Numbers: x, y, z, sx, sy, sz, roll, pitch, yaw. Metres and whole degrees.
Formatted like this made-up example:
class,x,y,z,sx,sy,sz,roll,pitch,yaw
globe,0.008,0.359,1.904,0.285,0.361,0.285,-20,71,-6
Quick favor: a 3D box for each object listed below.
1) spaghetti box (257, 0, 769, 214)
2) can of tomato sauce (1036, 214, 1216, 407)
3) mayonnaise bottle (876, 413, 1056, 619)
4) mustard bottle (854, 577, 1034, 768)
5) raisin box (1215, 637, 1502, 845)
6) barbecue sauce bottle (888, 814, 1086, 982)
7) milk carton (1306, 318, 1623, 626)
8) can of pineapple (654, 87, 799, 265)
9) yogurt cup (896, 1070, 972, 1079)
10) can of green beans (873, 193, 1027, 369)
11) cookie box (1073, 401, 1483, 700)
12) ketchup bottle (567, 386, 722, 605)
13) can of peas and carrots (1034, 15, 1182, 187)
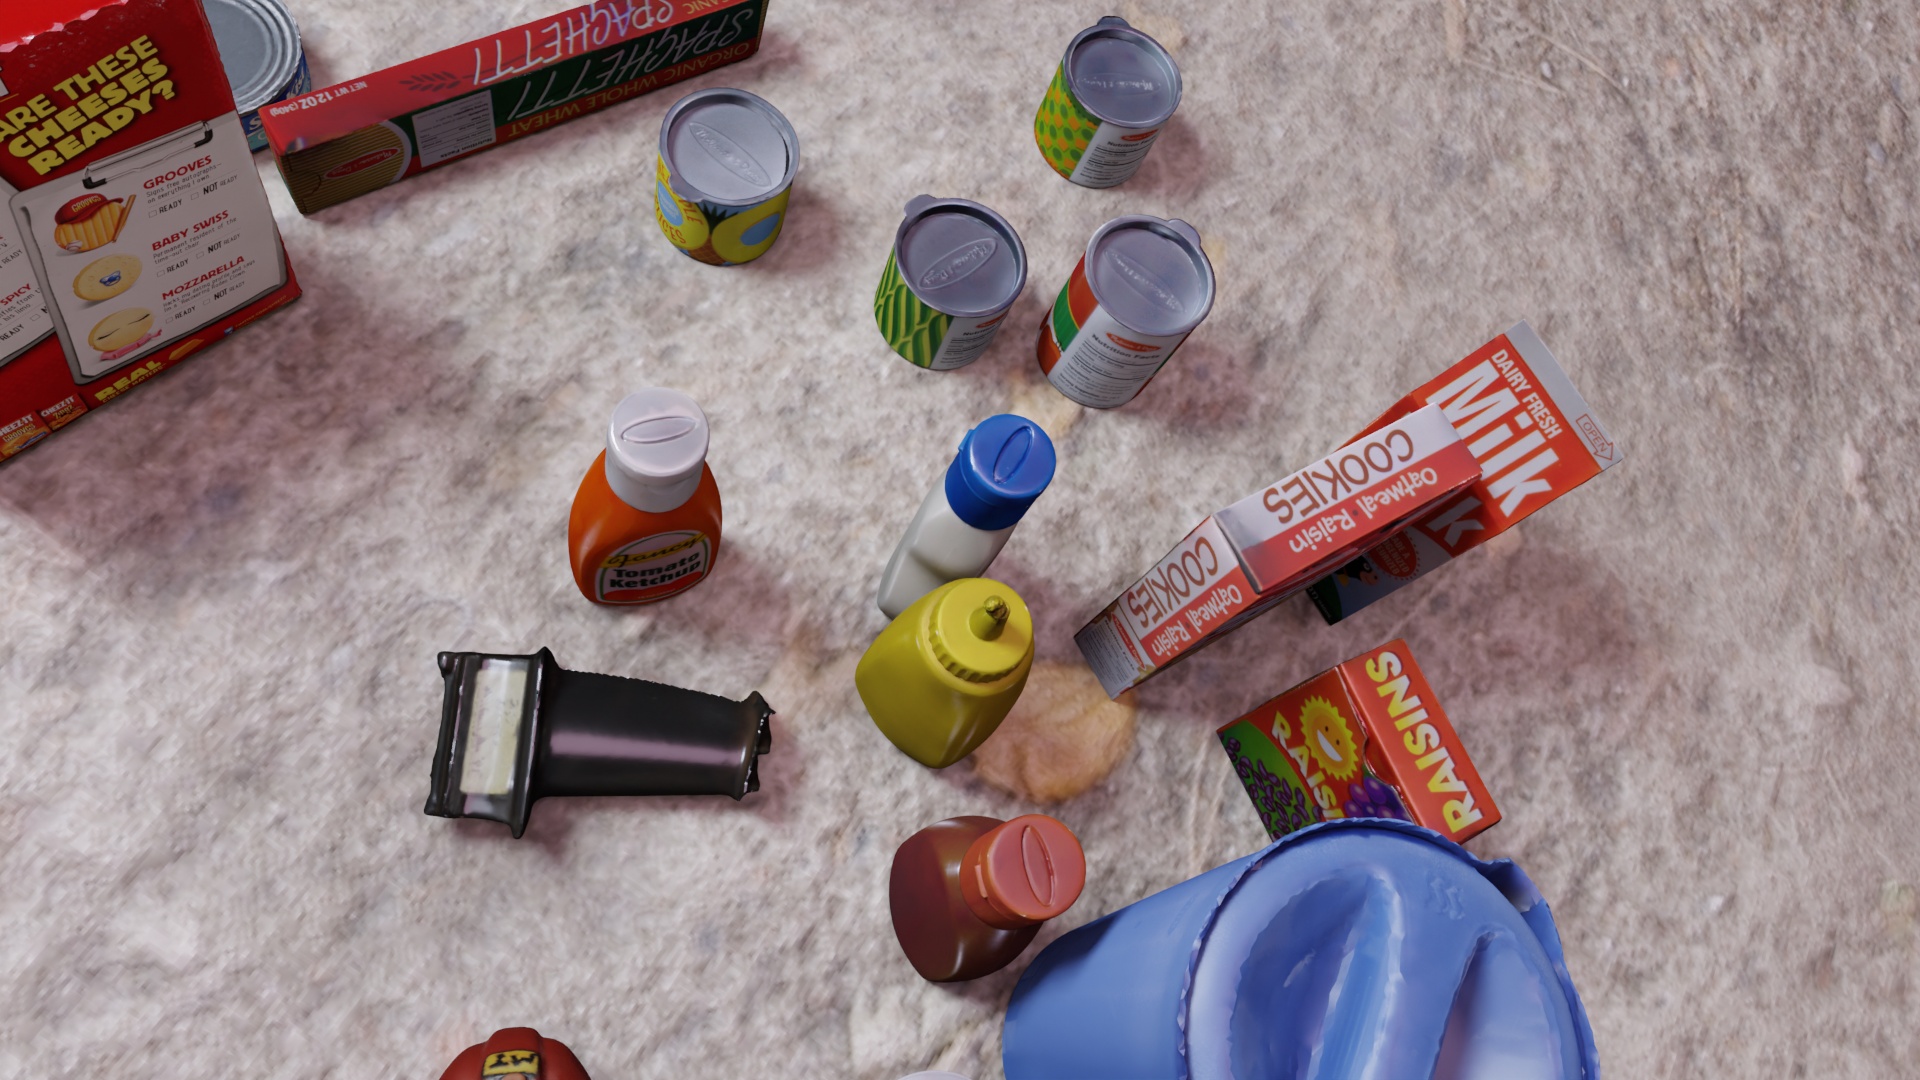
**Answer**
class,x,y,z,sx,sy,sz,roll,pitch,yaw
spaghetti box,-0.209,-0.225,0.678,0.251,0.050,0.029,-29,80,-23
can of tomato sauce,0.081,-0.114,0.697,0.071,0.082,0.071,5,69,-13
mayonnaise bottle,0.002,-0.008,0.598,0.041,0.147,0.065,31,65,-2
mustard bottle,-0.001,0.050,0.569,0.049,0.159,0.065,-41,84,-24
raisin box,0.171,0.102,0.616,0.040,0.123,0.086,-20,76,-21
barbecue sauce bottle,0.008,0.137,0.544,0.044,0.148,0.065,-8,72,-18
milk carton,0.223,-0.031,0.644,0.074,0.189,0.072,-28,79,-23
can of pineapple,-0.117,-0.176,0.680,0.071,0.057,0.071,5,69,-13
yogurt cup,-0.016,0.245,0.548,0.072,0.053,0.072,5,69,-13
can of green beans,-0.006,-0.127,0.691,0.071,0.057,0.071,5,69,-13
cookie box,0.134,0.010,0.617,0.123,0.166,0.040,-26,79,-22
ketchup bottle,-0.127,-0.016,0.566,0.065,0.148,0.043,-13,74,-19
can of peas and carrots,0.078,-0.238,0.756,0.071,0.058,0.071,5,69,-13
